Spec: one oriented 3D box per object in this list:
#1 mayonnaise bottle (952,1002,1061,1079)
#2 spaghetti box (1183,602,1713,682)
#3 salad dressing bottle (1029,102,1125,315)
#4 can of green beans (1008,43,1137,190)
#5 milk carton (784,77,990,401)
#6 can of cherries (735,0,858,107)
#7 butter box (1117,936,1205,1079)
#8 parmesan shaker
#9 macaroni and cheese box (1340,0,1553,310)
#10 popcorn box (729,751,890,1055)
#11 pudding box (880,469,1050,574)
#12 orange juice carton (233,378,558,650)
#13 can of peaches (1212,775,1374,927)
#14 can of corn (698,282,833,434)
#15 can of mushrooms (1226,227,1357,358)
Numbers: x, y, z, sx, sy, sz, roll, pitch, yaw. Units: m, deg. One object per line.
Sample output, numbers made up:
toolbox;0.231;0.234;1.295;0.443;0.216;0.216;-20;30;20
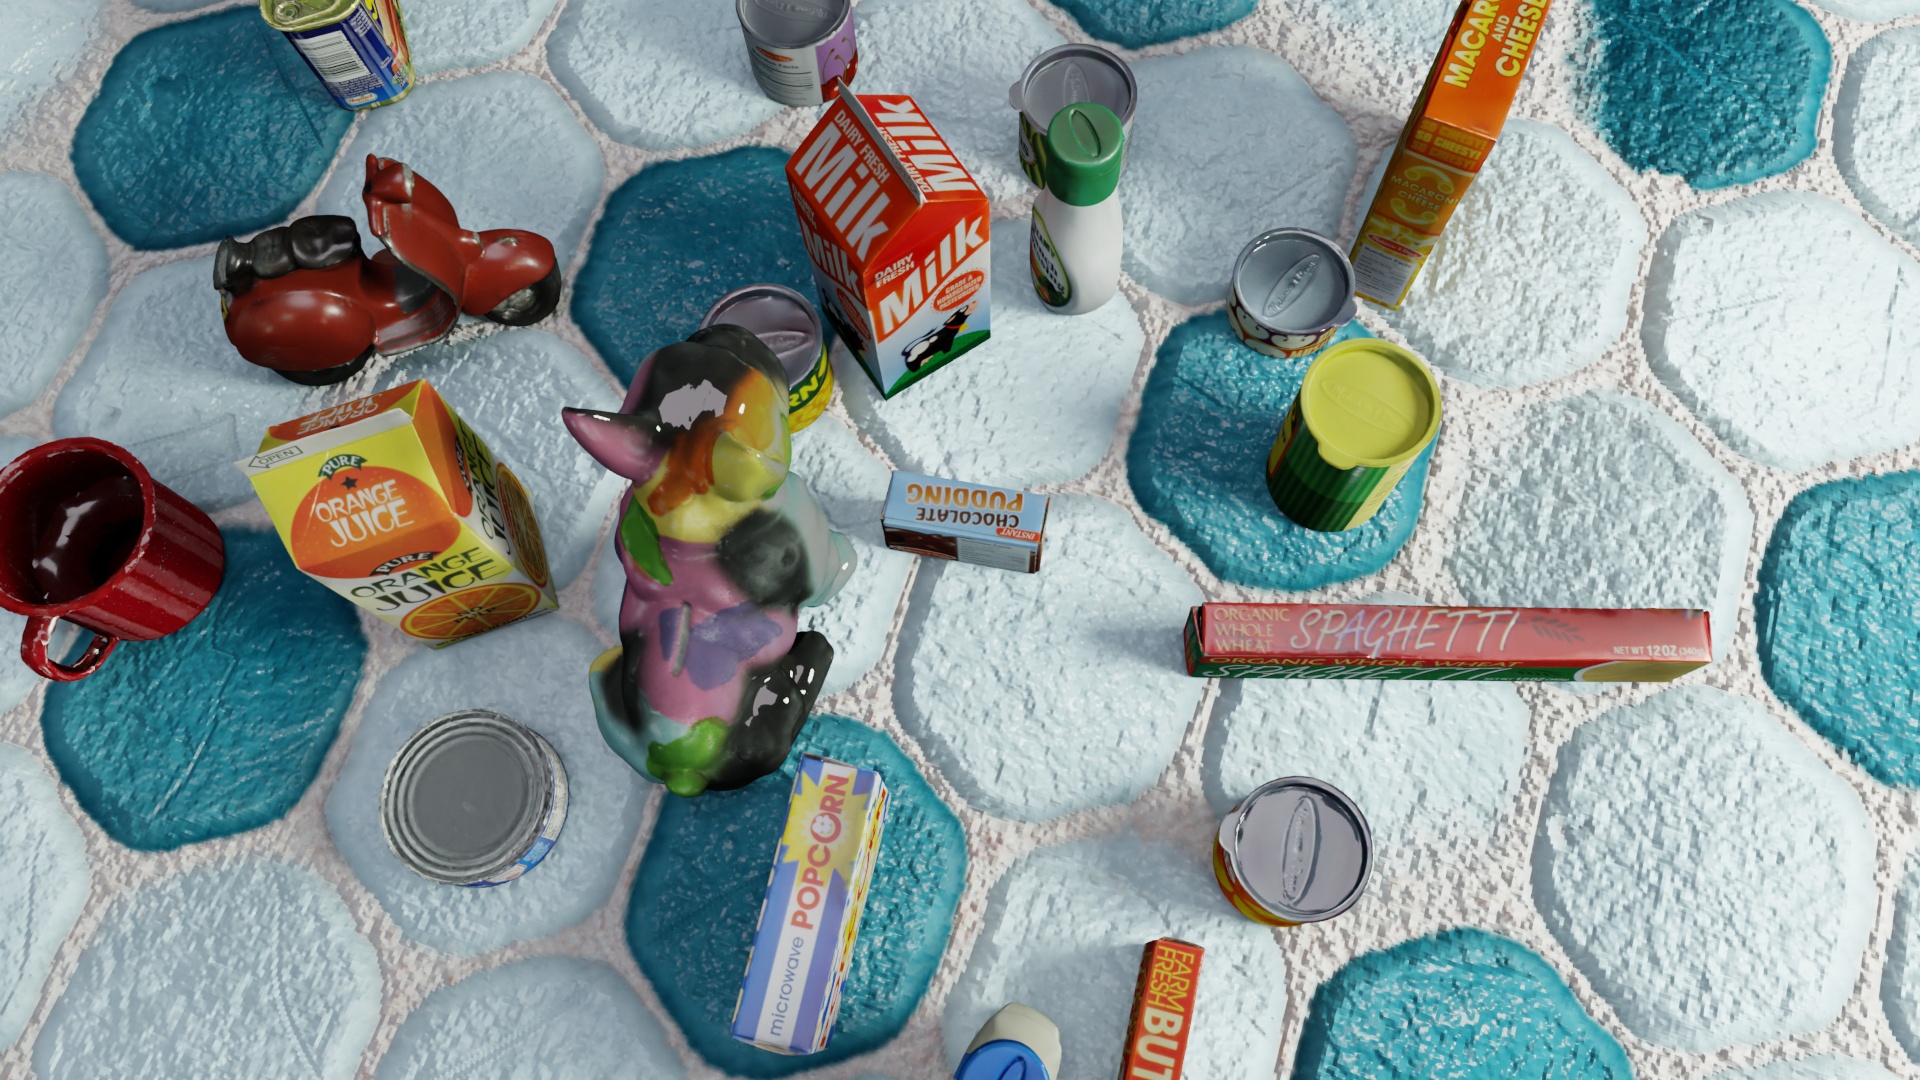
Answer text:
mayonnaise bottle;0.019;0.230;0.589;0.041;0.147;0.065;27;75;10
spaghetti box;0.238;0.052;0.695;0.250;0.050;0.029;0;72;2
salad dressing bottle;0.061;-0.170;0.724;0.044;0.147;0.064;-21;72;-5
can of green beans;0.066;-0.239;0.795;0.071;0.057;0.071;0;71;2
milk carton;-0.033;-0.151;0.698;0.073;0.190;0.072;-33;74;-9
can of cherries;-0.094;-0.302;0.821;0.071;0.058;0.071;0;71;2
butter box;0.088;0.236;0.636;0.024;0.053;0.104;13;72;6
parmesan shaker;0.193;-0.048;0.702;0.071;0.102;0.071;-1;72;2
macaroni and cheese box;0.252;-0.214;0.724;0.040;0.166;0.124;23;74;9
popcorn box;-0.067;0.170;0.645;0.038;0.085;0.127;11;72;6
pudding box;0.003;-0.009;0.723;0.084;0.049;0.030;9;72;5
orange juice carton;-0.260;-0.014;0.657;0.072;0.192;0.073;-19;72;-4
can of peaches;0.154;0.148;0.661;0.071;0.058;0.071;0;71;2
can of corn;-0.103;-0.094;0.750;0.071;0.058;0.071;0;71;2
can of mushrooms;0.184;-0.135;0.769;0.071;0.033;0.071;0;71;2
